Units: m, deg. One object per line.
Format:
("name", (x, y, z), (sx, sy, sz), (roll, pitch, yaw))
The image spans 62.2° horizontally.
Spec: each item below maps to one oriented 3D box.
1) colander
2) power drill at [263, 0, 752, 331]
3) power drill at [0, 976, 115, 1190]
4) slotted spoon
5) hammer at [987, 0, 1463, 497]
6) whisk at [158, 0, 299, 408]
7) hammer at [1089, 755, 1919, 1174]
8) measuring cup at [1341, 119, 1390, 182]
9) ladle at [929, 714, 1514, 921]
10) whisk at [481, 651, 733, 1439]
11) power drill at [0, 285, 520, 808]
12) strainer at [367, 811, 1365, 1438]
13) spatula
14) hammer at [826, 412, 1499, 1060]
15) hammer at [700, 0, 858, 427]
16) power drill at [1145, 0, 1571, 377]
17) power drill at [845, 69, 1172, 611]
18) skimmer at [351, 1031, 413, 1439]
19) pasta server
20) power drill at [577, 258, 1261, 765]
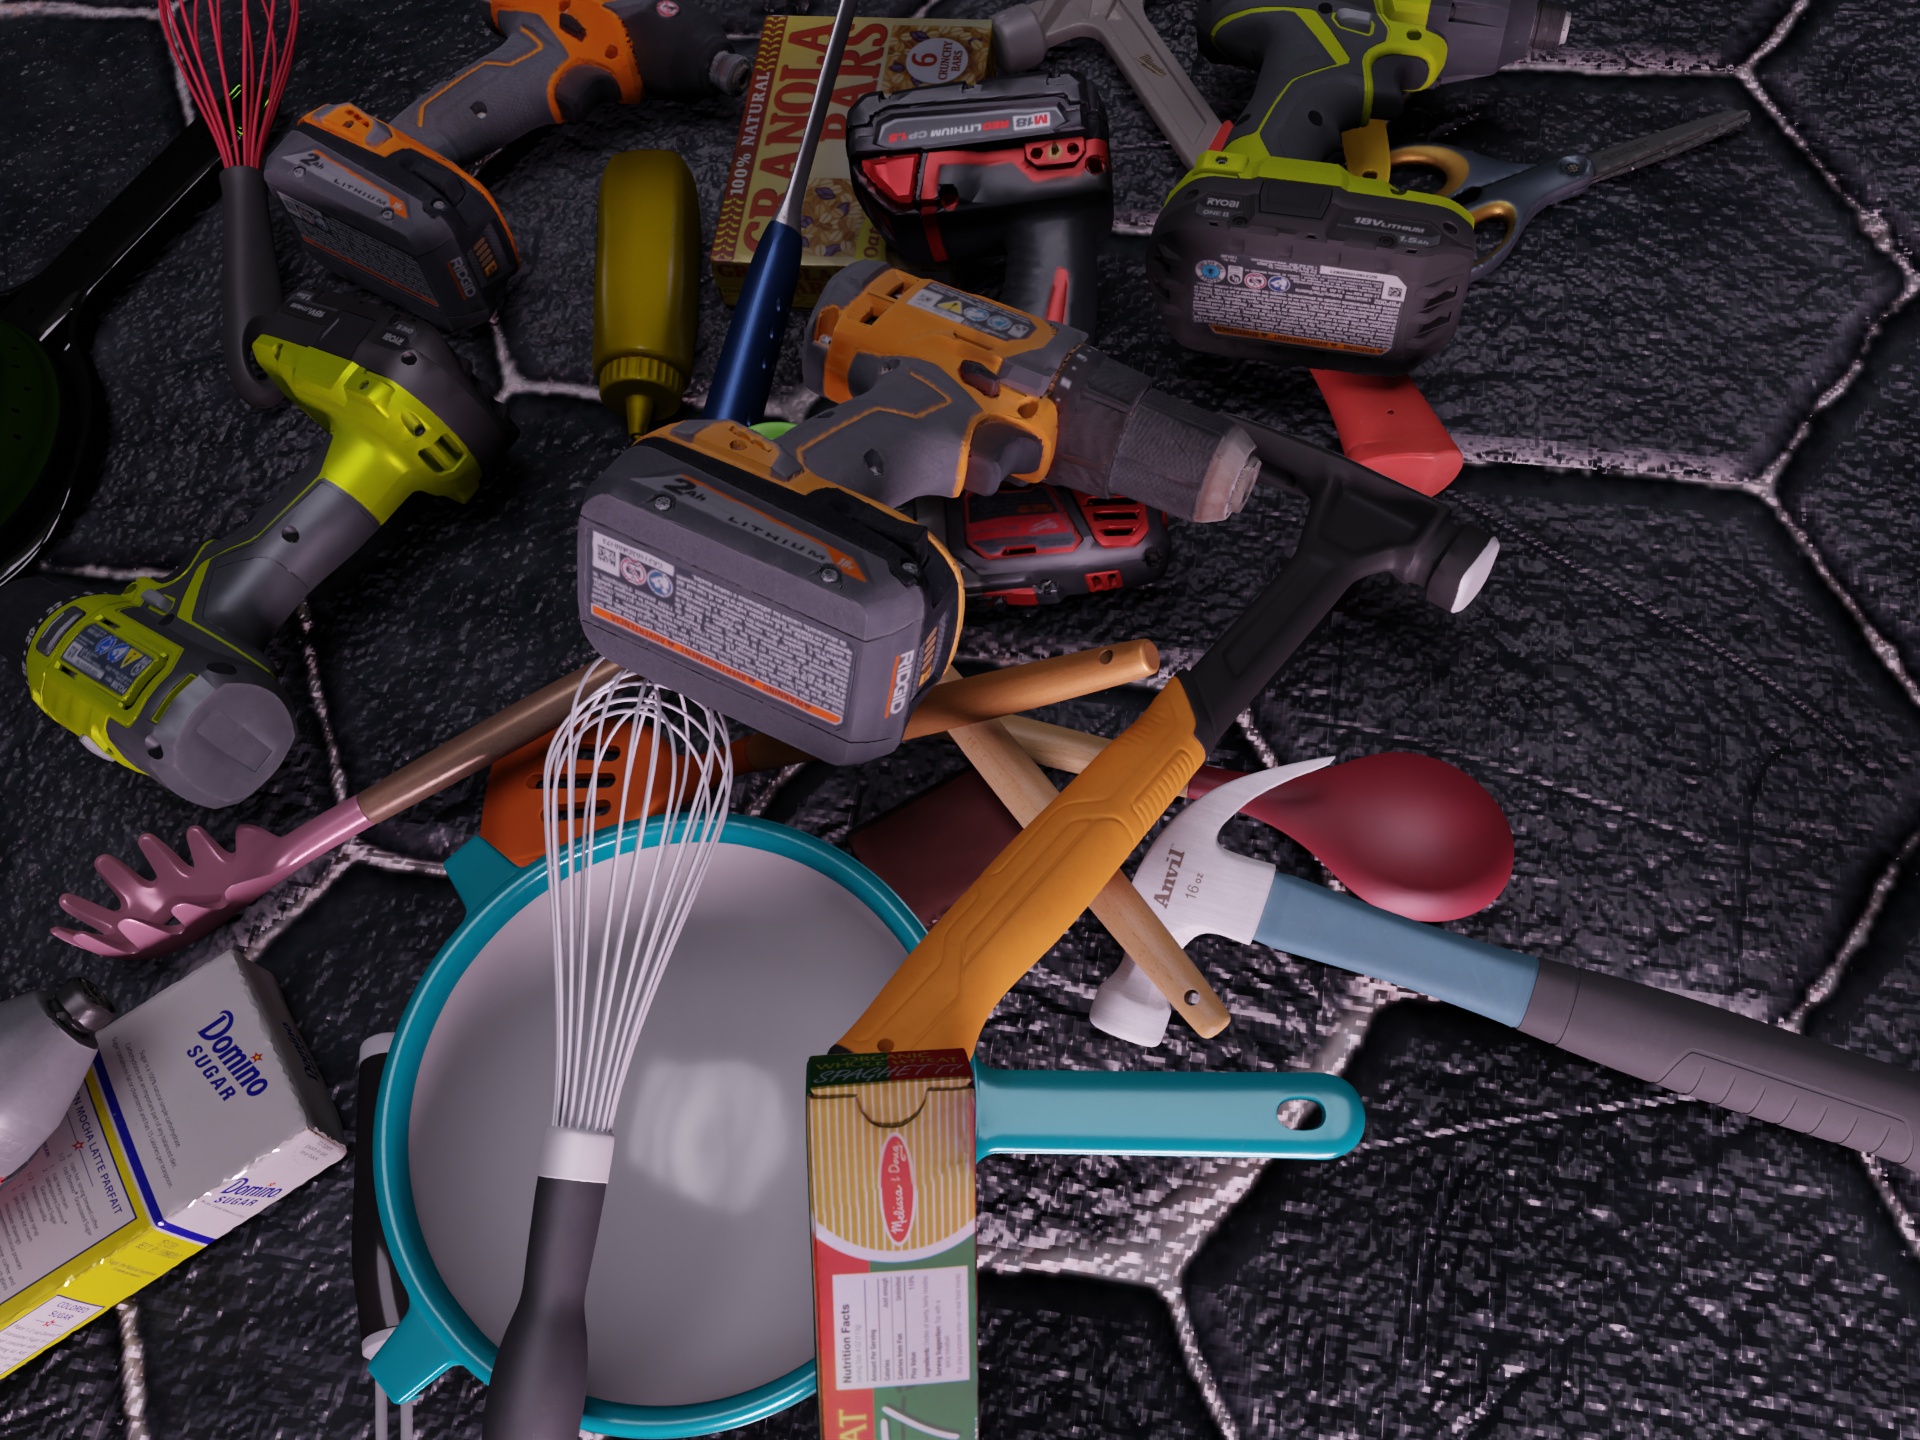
("colander", (-0.496, -0.211, 0.799), (0.204, 0.094, 0.397), (27, 71, 17))
("power drill", (-0.225, -0.312, 0.827), (0.164, 0.084, 0.226), (28, 67, 17))
("power drill", (-0.424, 0.110, 0.620), (0.143, 0.078, 0.220), (-43, 54, -14))
("slotted spoon", (-0.001, -0.002, 0.623), (0.070, 0.031, 0.314), (-42, 68, 5))
("hammer", (0.149, -0.256, 0.782), (0.149, 0.036, 0.359), (-23, 64, -5))
("whisk", (-0.375, -0.300, 0.830), (0.073, 0.073, 0.296), (-10, 77, 1))
("hammer", (0.224, 0.107, 0.591), (0.331, 0.033, 0.128), (18, 89, 10))
("measuring cup", (0.199, -0.319, 0.810), (0.062, 0.029, 0.157), (-3, 65, 5))
("ladle", (0.072, 0.018, 0.667), (0.315, 0.031, 0.069), (14, 70, 14))
("whisk", (-0.120, 0.110, 0.526), (0.070, 0.070, 0.285), (4, 74, 8))
("power drill", (-0.330, -0.085, 0.726), (0.191, 0.080, 0.228), (23, 70, 32))
("strainer", (-0.032, 0.147, 0.580), (0.340, 0.095, 0.211), (0, 68, 4))
("spatula", (-0.069, 0.006, 0.627), (0.322, 0.041, 0.081), (-14, 59, 35))
("hammer", (0.064, 0.009, 0.583), (0.127, 0.034, 0.337), (31, 59, 22))
("hammer", (-0.078, -0.232, 0.715), (0.035, 0.144, 0.405), (14, 85, 4))
("power drill", (0.180, -0.270, 0.724), (0.171, 0.080, 0.223), (11, 63, 12))
("power drill", (-0.008, -0.159, 0.711), (0.188, 0.080, 0.227), (-5, 82, 6))
("skimmer", (-0.188, 0.289, 0.565), (0.127, 0.090, 0.364), (-17, 54, 2))
("pasta server", (-0.232, 0.019, 0.672), (0.316, 0.040, 0.060), (-29, 36, 1))
("power drill", (-0.005, -0.081, 0.573), (0.185, 0.084, 0.226), (24, 43, 13))
